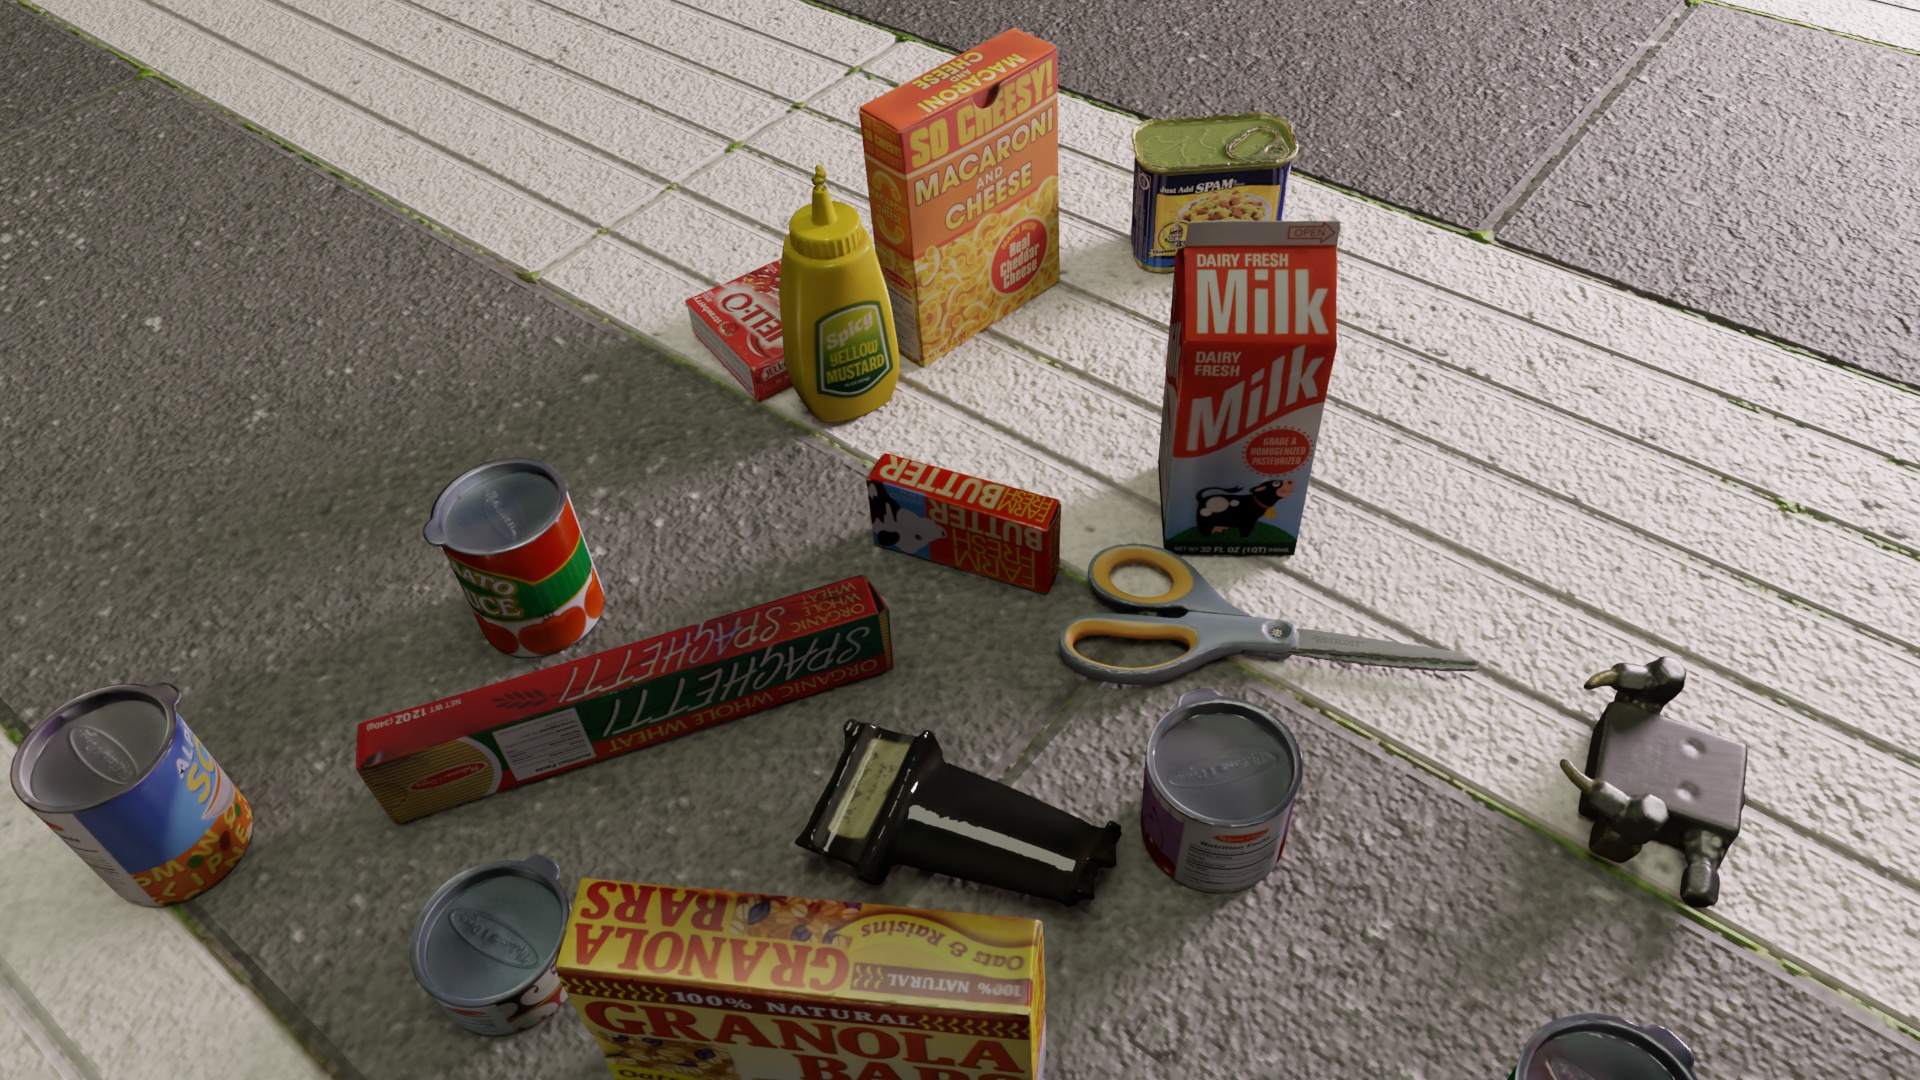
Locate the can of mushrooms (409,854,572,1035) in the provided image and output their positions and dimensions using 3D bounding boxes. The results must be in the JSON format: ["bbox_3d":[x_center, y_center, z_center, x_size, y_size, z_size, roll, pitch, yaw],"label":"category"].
[{"bbox_3d":[-0.194,0.172,0.593,0.071,0.033,0.071,-2,47,2],"label":"can of mushrooms"}]

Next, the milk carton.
[{"bbox_3d":[0.141,-0.081,0.697,0.072,0.189,0.074,0,47,4],"label":"milk carton"}]

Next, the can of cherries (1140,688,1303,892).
[{"bbox_3d":[0.113,0.110,0.612,0.071,0.058,0.072,-2,47,2],"label":"can of cherries"}]

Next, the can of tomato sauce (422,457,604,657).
[{"bbox_3d":[-0.226,0.011,0.710,0.071,0.082,0.071,-2,47,2],"label":"can of tomato sauce"}]

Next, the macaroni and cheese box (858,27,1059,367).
[{"bbox_3d":[0.005,-0.203,0.836,0.124,0.165,0.040,-36,55,-26],"label":"macaroni and cheese box"}]

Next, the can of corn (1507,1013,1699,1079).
[{"bbox_3d":[0.232,0.215,0.507,0.071,0.058,0.071,-2,47,2],"label":"can of corn"}]

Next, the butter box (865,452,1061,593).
[{"bbox_3d":[0.003,-0.009,0.734,0.103,0.052,0.024,16,50,18],"label":"butter box"}]

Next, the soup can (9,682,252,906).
[{"bbox_3d":[-0.366,0.114,0.624,0.071,0.083,0.072,-2,47,2],"label":"soup can"}]

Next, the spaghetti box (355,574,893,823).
[{"bbox_3d":[-0.155,0.075,0.669,0.250,0.050,0.029,-17,48,-11],"label":"spaghetti box"}]

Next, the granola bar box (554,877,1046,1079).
[{"bbox_3d":[-0.053,0.178,0.516,0.165,0.123,0.039,3,48,7],"label":"granola bar box"}]

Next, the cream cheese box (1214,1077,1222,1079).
[{"bbox_3d":[0.127,0.241,0.494,0.104,0.053,0.024,30,56,28],"label":"cream cheese box"}]

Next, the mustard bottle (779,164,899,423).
[{"bbox_3d":[-0.072,-0.140,0.787,0.065,0.159,0.049,-22,50,-16],"label":"mustard bottle"}]
